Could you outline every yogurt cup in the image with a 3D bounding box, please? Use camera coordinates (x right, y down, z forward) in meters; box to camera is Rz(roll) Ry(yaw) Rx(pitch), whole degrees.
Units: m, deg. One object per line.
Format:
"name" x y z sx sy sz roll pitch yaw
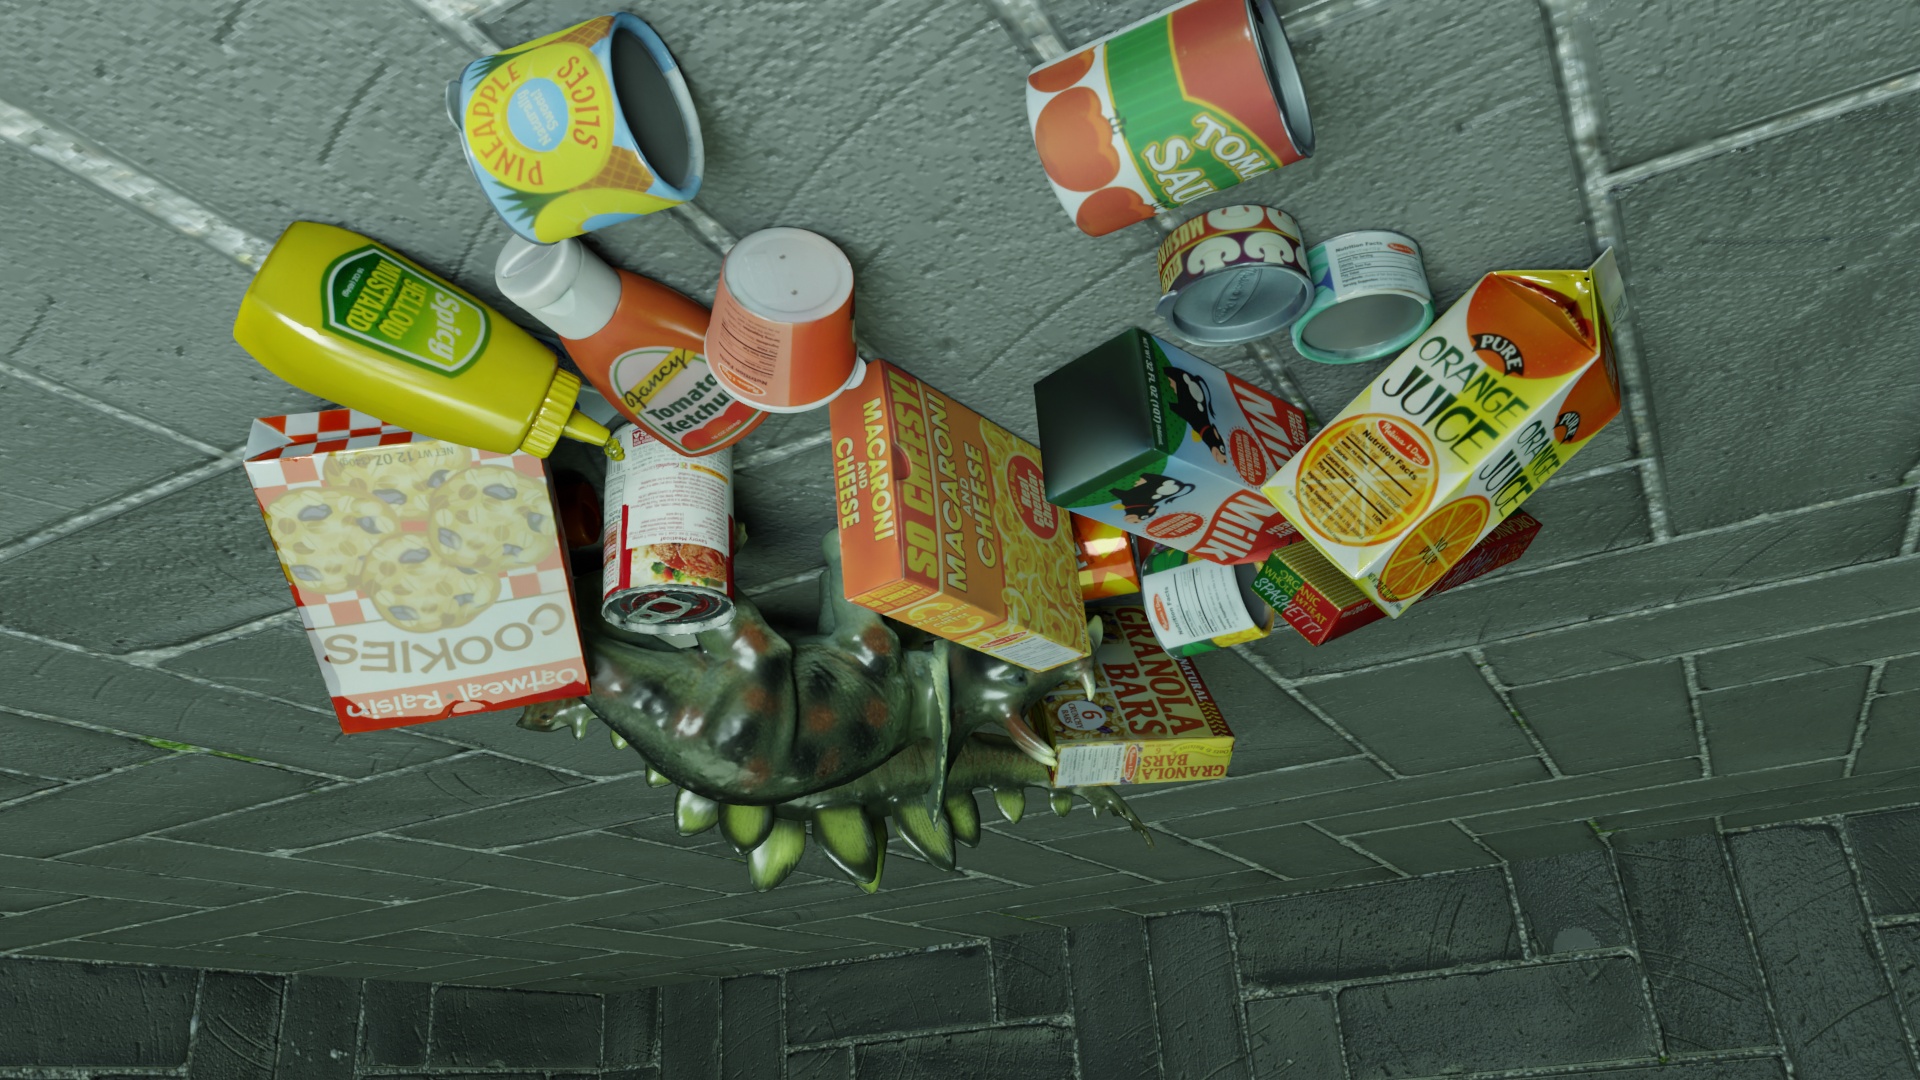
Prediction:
"yogurt cup" -0.075 -0.097 0.597 0.072 0.073 0.053 0 148 -11

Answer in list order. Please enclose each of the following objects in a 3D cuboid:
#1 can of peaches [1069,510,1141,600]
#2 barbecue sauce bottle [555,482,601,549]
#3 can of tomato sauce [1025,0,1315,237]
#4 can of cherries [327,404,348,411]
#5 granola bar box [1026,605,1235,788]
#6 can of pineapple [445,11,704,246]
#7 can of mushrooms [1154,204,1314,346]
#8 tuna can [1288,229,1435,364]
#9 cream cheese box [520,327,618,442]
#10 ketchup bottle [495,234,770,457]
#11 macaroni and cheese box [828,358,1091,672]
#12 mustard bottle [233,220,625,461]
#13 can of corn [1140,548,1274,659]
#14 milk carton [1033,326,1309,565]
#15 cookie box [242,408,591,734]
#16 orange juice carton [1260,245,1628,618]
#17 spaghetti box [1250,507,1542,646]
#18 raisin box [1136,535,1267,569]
"can of peaches" 0.078 0.003 0.853 0.058 0.071 0.071 -10 156 11
"barbecue sauce bottle" -0.283 -0.006 0.794 0.148 0.044 0.064 -7 158 4
"can of tomato sauce" 0.074 -0.150 0.490 0.083 0.071 0.071 -16 154 26
"can of cherries" -0.298 -0.029 0.706 0.071 0.072 0.058 8 154 -27
"granola bar box" 0.107 0.105 0.987 0.124 0.166 0.038 -1 120 -11
"can of pineapple" -0.129 -0.141 0.476 0.058 0.071 0.071 -13 155 16
"can of mushrooms" 0.120 -0.118 0.621 0.071 0.033 0.070 -4 157 -2
"tuna can" 0.184 -0.111 0.649 0.071 0.033 0.070 -4 156 -2
"cream cheese box" -0.213 -0.078 0.662 0.104 0.024 0.053 14 149 -38
"ketchup bottle" -0.144 -0.089 0.621 0.064 0.044 0.148 -31 150 11
"macaroni and cheese box" 0.003 -0.009 0.737 0.040 0.124 0.166 -23 151 30
"mustard bottle" -0.213 -0.073 0.584 0.160 0.065 0.048 25 143 -22
"can of corn" 0.150 0.032 0.836 0.058 0.071 0.071 -18 153 29
"milk carton" 0.133 -0.041 0.752 0.190 0.072 0.073 17 148 -41
"cookie box" -0.253 0.014 0.669 0.123 0.040 0.166 -8 128 -12
"orange juice carton" 0.249 -0.058 0.679 0.192 0.073 0.071 -45 144 9
"spaghetti box" 0.259 0.008 0.801 0.251 0.050 0.028 -14 140 -43
"raisin box" 0.178 -0.015 0.865 0.123 0.040 0.085 -1 156 -6
